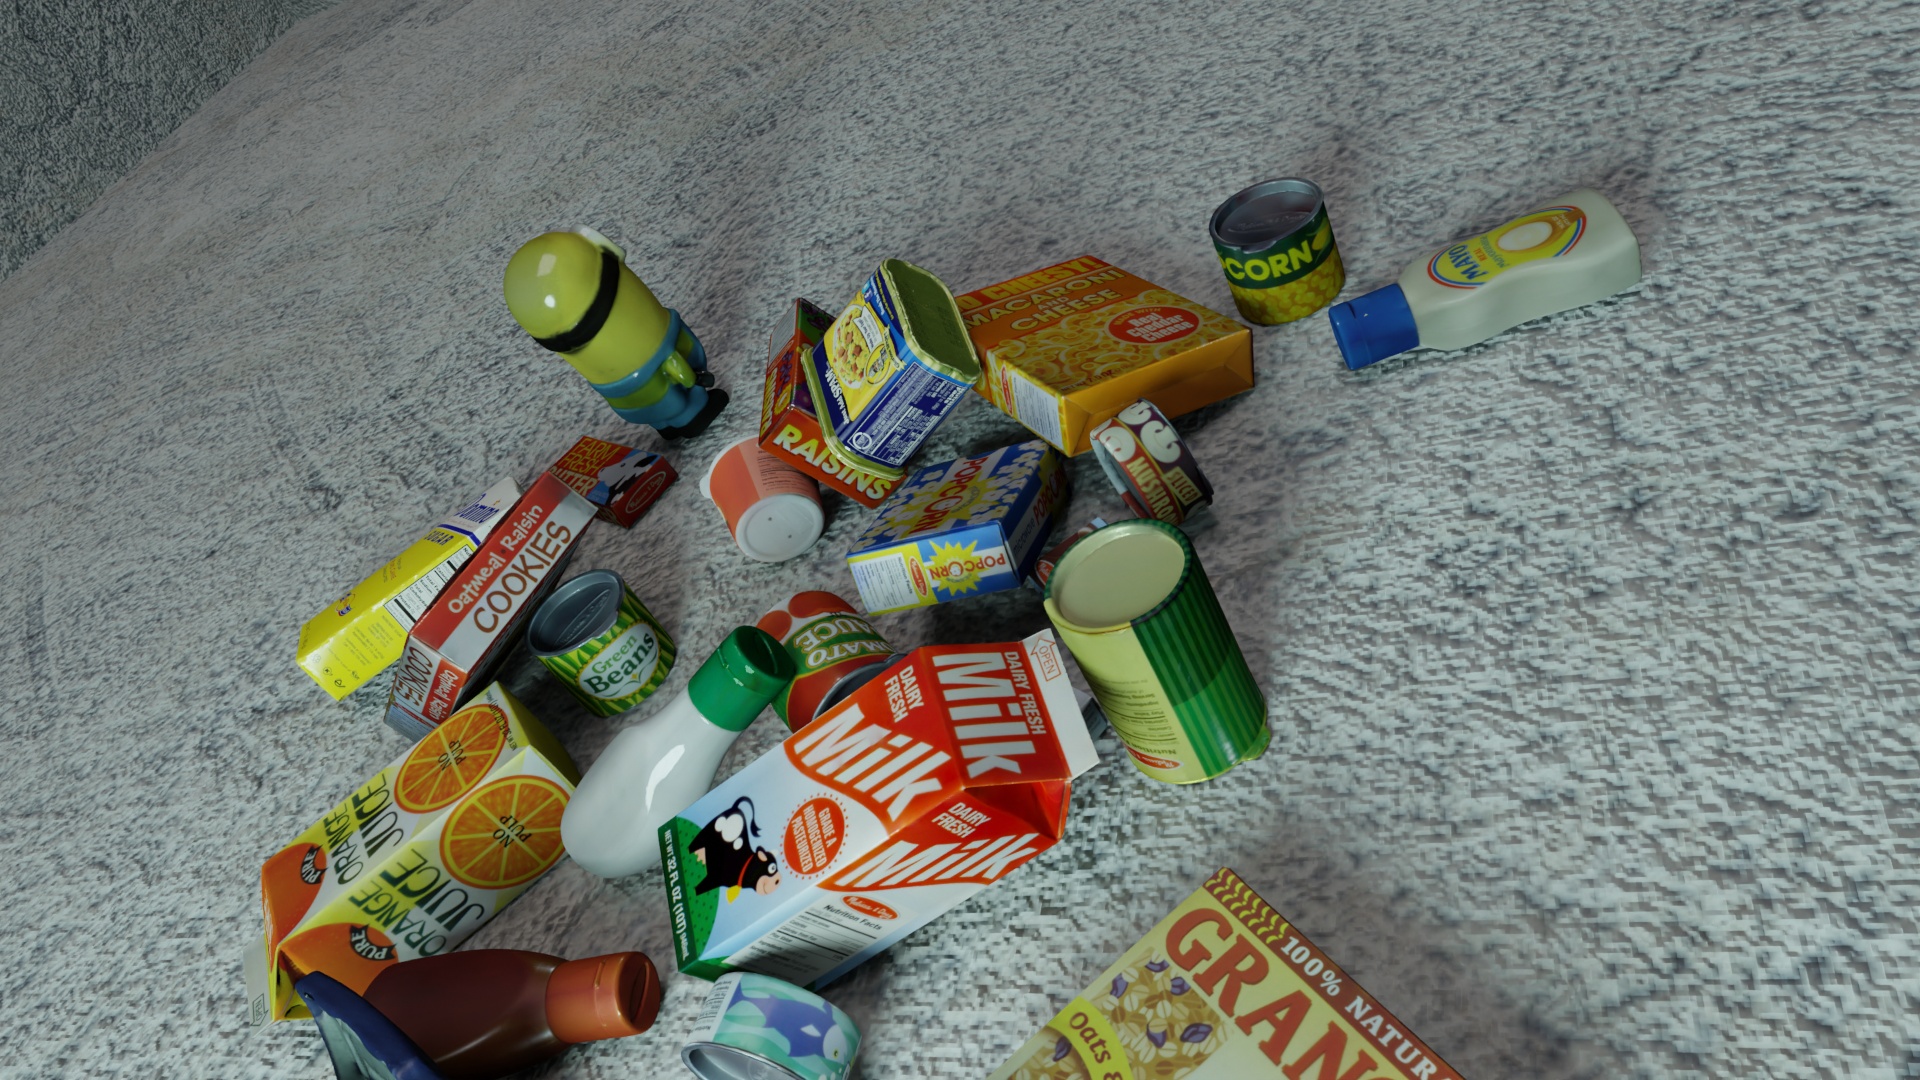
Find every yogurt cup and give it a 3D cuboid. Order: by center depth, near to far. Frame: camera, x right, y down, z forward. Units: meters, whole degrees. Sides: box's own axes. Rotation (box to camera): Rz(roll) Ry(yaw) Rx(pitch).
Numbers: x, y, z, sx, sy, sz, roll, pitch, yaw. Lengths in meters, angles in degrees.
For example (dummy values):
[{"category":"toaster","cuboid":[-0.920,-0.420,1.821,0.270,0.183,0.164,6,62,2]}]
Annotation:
[{"category":"yogurt cup","cuboid":[-0.115,-0.024,0.839,0.072,0.072,0.054,-29,46,2]}]

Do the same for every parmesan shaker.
[{"category":"parmesan shaker","cuboid":[0.087,0.048,0.593,0.071,0.102,0.072,-18,39,15]}]

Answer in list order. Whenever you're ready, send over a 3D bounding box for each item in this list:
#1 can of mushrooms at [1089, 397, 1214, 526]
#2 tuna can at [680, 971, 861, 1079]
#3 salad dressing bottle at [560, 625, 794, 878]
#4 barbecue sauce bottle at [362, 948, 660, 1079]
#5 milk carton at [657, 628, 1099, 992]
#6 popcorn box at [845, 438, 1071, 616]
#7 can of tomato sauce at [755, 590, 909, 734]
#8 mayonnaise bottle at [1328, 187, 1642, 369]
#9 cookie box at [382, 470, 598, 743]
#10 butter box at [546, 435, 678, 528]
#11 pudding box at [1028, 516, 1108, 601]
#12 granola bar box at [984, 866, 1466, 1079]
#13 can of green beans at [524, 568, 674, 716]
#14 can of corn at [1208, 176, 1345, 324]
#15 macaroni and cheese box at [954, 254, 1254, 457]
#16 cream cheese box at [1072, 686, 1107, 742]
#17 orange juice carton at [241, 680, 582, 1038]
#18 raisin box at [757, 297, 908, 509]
[{"category":"can of mushrooms","cuboid":[0.098,-0.036,0.709,0.033,0.070,0.071,-33,38,-2]},{"category":"tuna can","cuboid":[-0.072,0.204,0.555,0.071,0.070,0.033,-4,44,31]},{"category":"salad dressing bottle","cuboid":[-0.138,0.103,0.679,0.147,0.044,0.064,-48,46,21]},{"category":"barbecue sauce bottle","cuboid":[-0.212,0.219,0.645,0.148,0.043,0.065,-15,40,19]},{"category":"milk carton","cuboid":[-0.029,0.112,0.579,0.190,0.073,0.072,-35,47,17]},{"category":"popcorn box","cuboid":[0.003,-0.009,0.730,0.085,0.038,0.127,-13,19,22]},{"category":"can of tomato sauce","cuboid":[-0.062,0.069,0.694,0.071,0.071,0.083,-39,38,-11]},{"category":"mayonnaise bottle","cuboid":[0.269,-0.132,0.725,0.148,0.041,0.065,-21,41,12]},{"category":"cookie box","cuboid":[-0.279,0.045,0.815,0.166,0.040,0.123,-42,15,55]},{"category":"butter box","cuboid":[-0.250,-0.043,0.979,0.103,0.024,0.053,15,55,42]},{"category":"pudding box","cuboid":[0.074,0.028,0.683,0.050,0.030,0.084,-35,38,-5]},{"category":"granola bar box","cuboid":[0.101,0.204,0.460,0.124,0.039,0.166,-39,38,-10]},{"category":"can of green beans","cuboid":[-0.209,0.060,0.810,0.071,0.057,0.071,-18,39,16]},{"category":"can of corn","cuboid":[0.184,-0.166,0.805,0.071,0.058,0.071,-18,39,15]},{"category":"macaroni and cheese box","cuboid":[0.069,-0.112,0.807,0.124,0.040,0.167,-21,33,-20]},{"category":"cream cheese box","cuboid":[0.016,0.106,0.639,0.053,0.024,0.104,22,61,44]},{"category":"orange juice carton","cuboid":[-0.291,0.172,0.727,0.193,0.072,0.072,-39,39,-11]},{"category":"raisin box","cuboid":[-0.076,-0.086,0.862,0.040,0.086,0.124,-44,30,29]}]
